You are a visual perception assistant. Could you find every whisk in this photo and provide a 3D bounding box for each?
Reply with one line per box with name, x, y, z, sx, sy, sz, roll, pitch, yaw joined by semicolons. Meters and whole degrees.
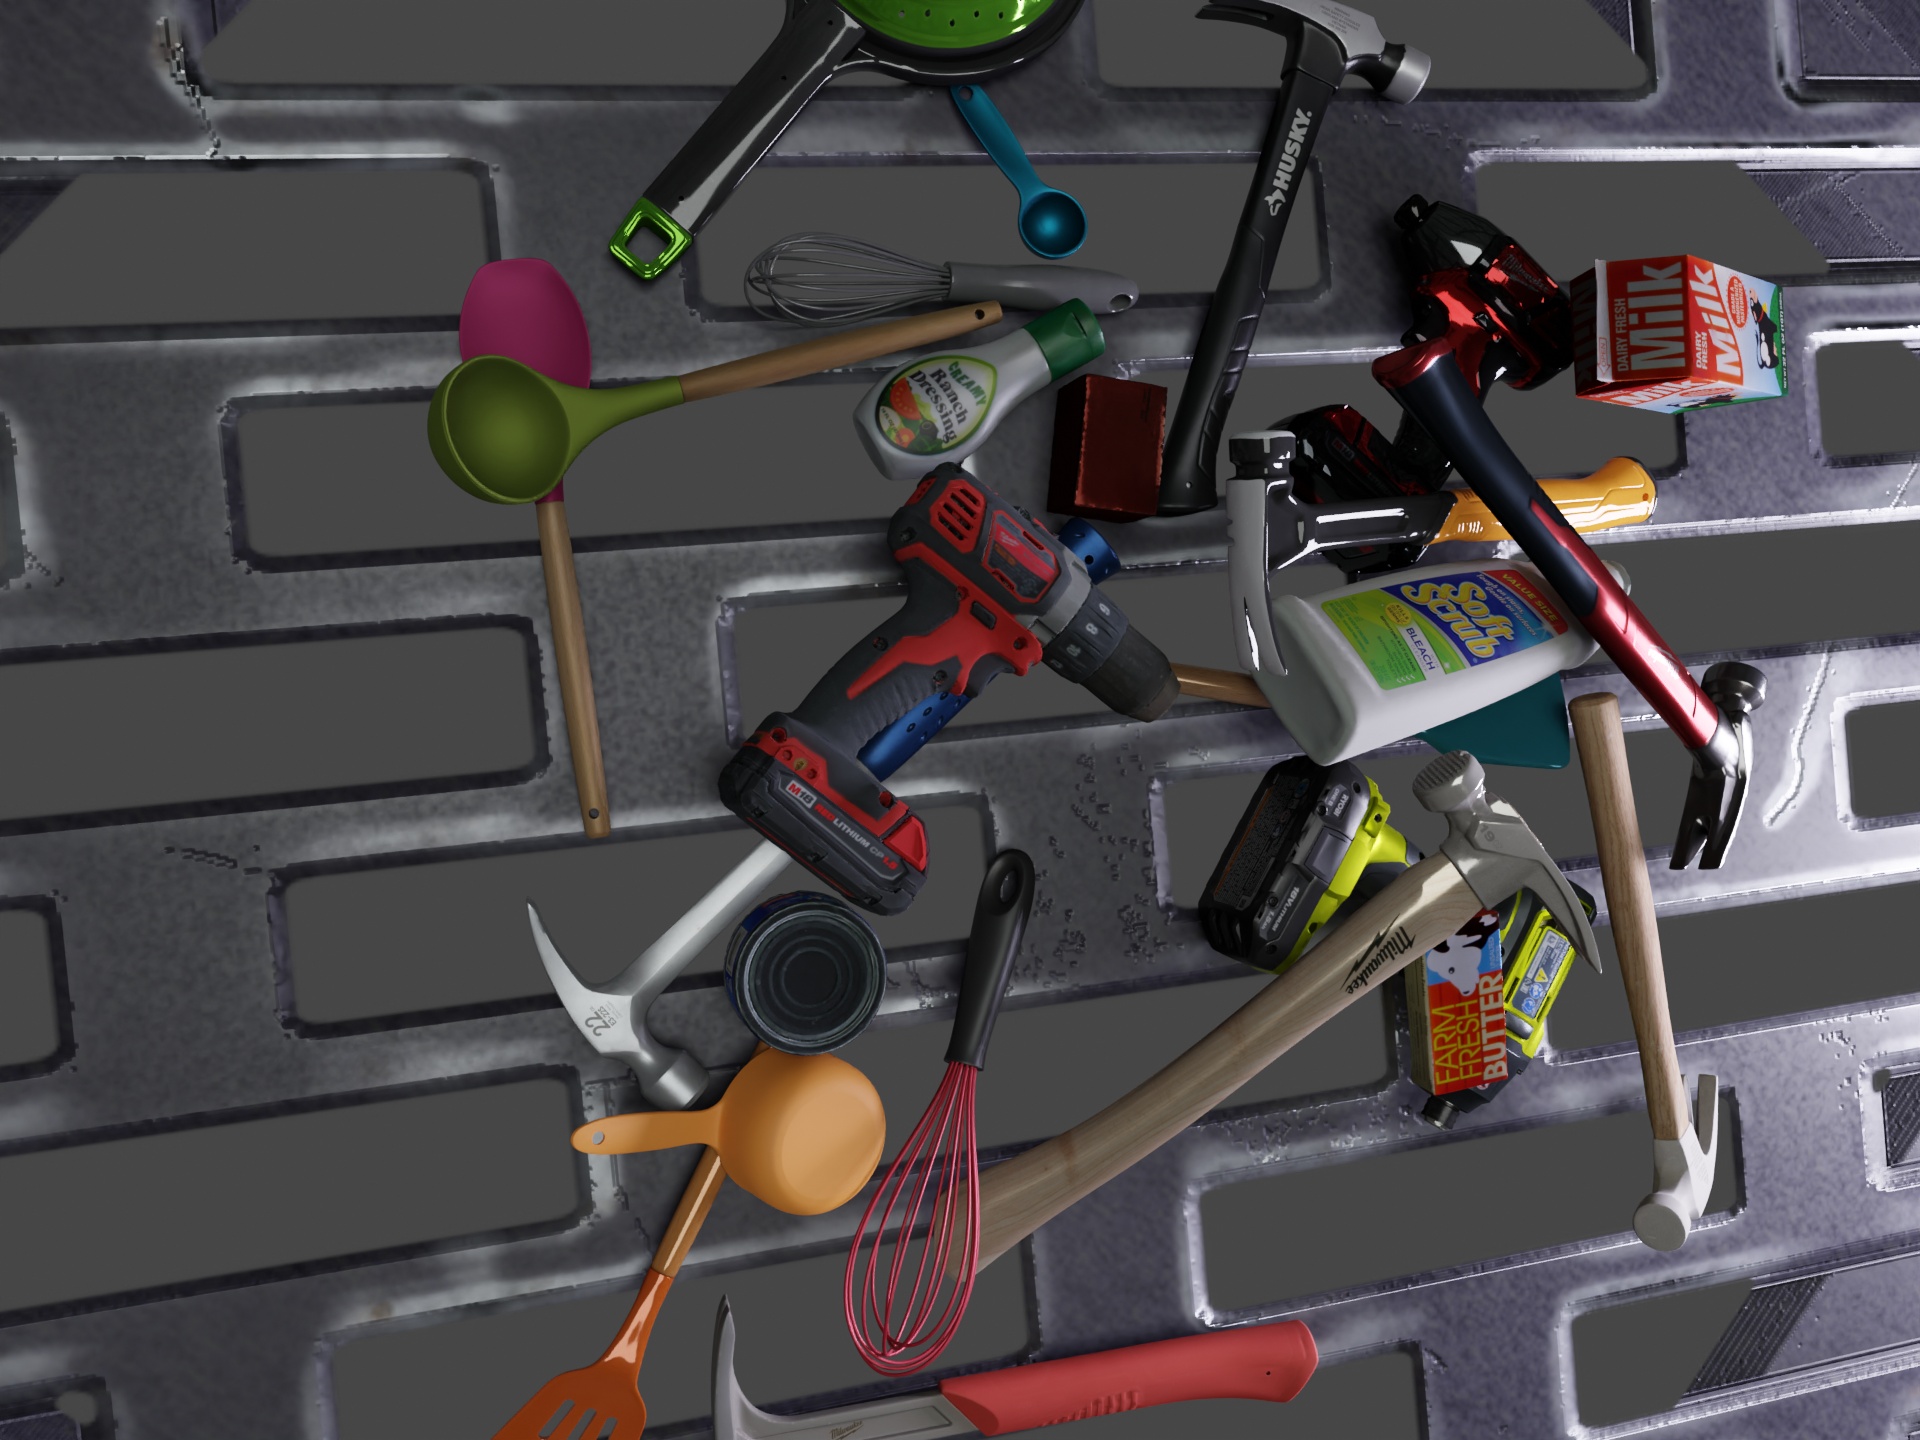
whisk;-0.004;0.212;0.889;0.073;0.073;0.296;20;72;-14
whisk;-0.007;-0.249;0.914;0.239;0.055;0.055;-2;91;-19

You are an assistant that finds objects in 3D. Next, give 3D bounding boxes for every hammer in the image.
hammer;0.171;-0.280;0.963;0.146;0.035;0.335;20;86;-14
hammer;0.421;0.145;0.985;0.130;0.031;0.331;-20;99;-52
hammer;0.158;0.195;0.896;0.410;0.038;0.146;-38;101;7
hammer;0.349;-0.067;0.903;0.386;0.038;0.143;39;63;-29
hammer;0.036;0.386;0.928;0.359;0.037;0.149;-5;91;-14
hammer;0.286;-0.109;0.911;0.336;0.034;0.127;-10;102;-32
hammer;-0.066;0.030;0.901;0.405;0.035;0.144;-44;100;-10

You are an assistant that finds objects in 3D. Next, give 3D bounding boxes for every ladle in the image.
ladle;-0.123;-0.185;0.855;0.320;0.062;0.078;-17;100;-13

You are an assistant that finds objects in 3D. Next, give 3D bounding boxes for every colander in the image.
colander;-0.057;-0.406;0.870;0.204;0.094;0.397;39;82;-9

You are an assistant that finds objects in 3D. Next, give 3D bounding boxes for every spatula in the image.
spatula;0.216;-0.020;0.970;0.317;0.044;0.082;8;64;-12
spatula;-0.156;0.281;0.887;0.081;0.041;0.323;29;79;-13

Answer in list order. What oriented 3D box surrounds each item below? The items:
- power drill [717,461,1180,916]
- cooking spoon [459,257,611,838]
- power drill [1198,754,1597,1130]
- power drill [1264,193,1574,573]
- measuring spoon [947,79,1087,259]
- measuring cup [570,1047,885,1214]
power drill;-0.001;-0.003;0.863;0.187;0.080;0.227;39;78;-12
cooking spoon;-0.222;-0.093;0.871;0.068;0.017;0.319;-8;92;-11
power drill;0.265;0.134;0.967;0.223;0.080;0.171;31;83;-15
power drill;0.277;-0.209;0.970;0.143;0.078;0.220;41;78;-12
measuring spoon;0.029;-0.326;0.939;0.042;0.021;0.128;-33;89;-13
measuring cup;-0.118;0.223;0.850;0.173;0.052;0.095;6;91;-37
